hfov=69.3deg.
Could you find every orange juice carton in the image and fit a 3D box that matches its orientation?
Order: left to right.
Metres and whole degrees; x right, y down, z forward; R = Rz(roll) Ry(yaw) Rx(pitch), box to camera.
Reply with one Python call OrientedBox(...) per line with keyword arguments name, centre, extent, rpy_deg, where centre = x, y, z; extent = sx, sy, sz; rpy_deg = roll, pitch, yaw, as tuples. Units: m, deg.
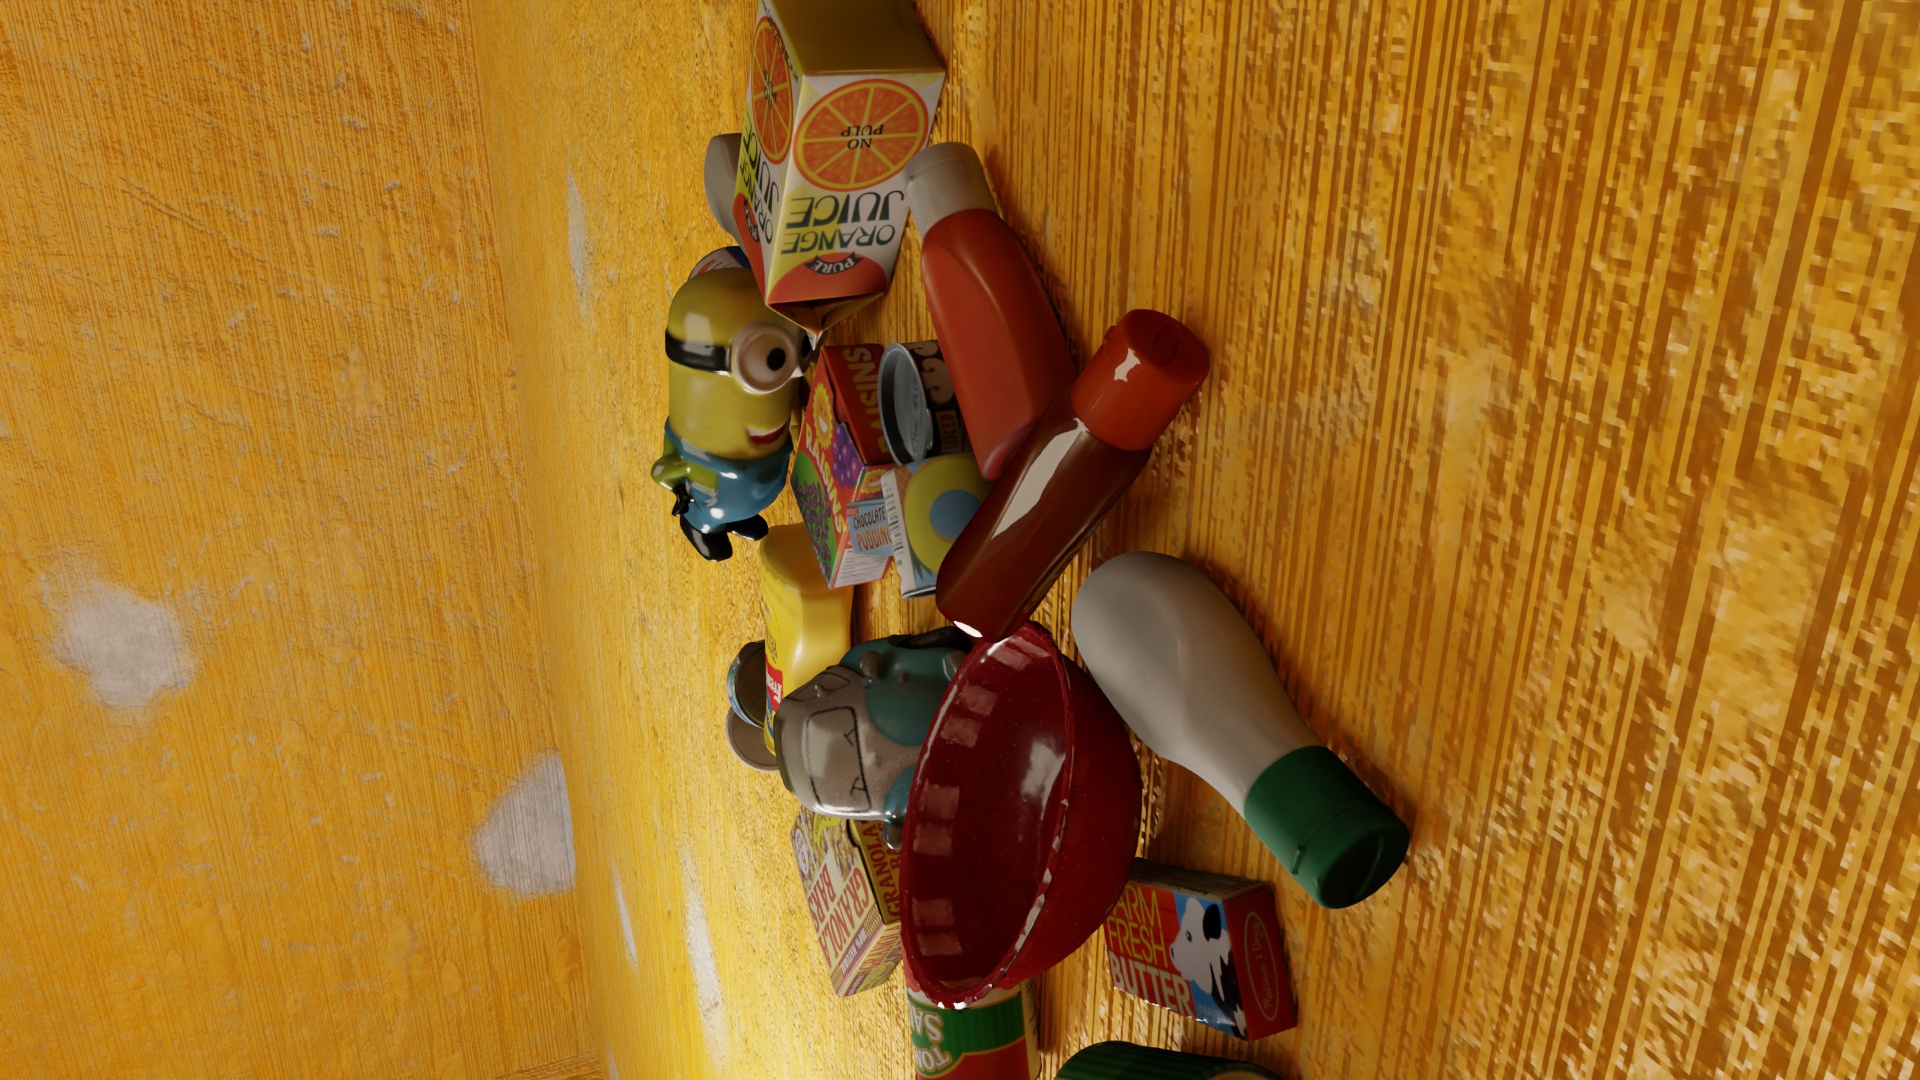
OrientedBox(name="orange juice carton", centre=(-0.072, -0.189, 0.725), extent=(0.191, 0.073, 0.072), rpy_deg=(112, 141, -53))

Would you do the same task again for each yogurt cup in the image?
OrientedBox(name="yogurt cup", centre=(-0.144, 0.137, 1.041), extent=(0.054, 0.072, 0.072), rpy_deg=(169, 92, -75))

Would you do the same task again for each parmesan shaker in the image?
OrientedBox(name="parmesan shaker", centre=(0.083, 0.233, 0.534), extent=(0.102, 0.071, 0.071), rpy_deg=(144, 115, -64))

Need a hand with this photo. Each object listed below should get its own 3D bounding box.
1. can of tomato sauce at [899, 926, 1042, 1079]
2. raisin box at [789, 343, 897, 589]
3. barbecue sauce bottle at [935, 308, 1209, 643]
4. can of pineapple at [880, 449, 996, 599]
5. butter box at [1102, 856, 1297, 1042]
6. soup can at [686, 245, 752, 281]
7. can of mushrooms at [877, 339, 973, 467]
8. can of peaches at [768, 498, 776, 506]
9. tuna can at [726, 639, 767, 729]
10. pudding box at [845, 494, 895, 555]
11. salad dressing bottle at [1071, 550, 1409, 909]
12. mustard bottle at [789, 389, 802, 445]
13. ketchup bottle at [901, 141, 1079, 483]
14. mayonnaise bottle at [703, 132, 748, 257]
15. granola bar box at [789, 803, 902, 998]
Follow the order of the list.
OrientedBox(name="can of tomato sauce", centre=(0.003, 0.237, 0.718), extent=(0.071, 0.071, 0.083), rpy_deg=(-170, 72, -66))
OrientedBox(name="raisin box", centre=(-0.063, -0.042, 0.806), extent=(0.122, 0.040, 0.086), rpy_deg=(113, 142, -51))
OrientedBox(name="barbecue sauce bottle", centre=(0.041, -0.024, 0.531), extent=(0.043, 0.065, 0.147), rpy_deg=(33, 133, -1))
OrientedBox(name="can of pineapple", centre=(0.002, -0.008, 0.634), extent=(0.071, 0.071, 0.058), rpy_deg=(158, 102, -67))
OrientedBox(name="butter box", centre=(0.089, 0.157, 0.543), extent=(0.103, 0.024, 0.053), rpy_deg=(163, 98, -67))
OrientedBox(name="soup can", centre=(-0.134, -0.147, 0.907), extent=(0.084, 0.071, 0.071), rpy_deg=(-133, 40, -52))
OrientedBox(name="can of mushrooms", centre=(-0.014, -0.066, 0.688), extent=(0.071, 0.033, 0.071), rpy_deg=(172, 89, -67))
OrientedBox(name="can of peaches", centre=(-0.161, -0.061, 0.992), extent=(0.057, 0.071, 0.071), rpy_deg=(107, 146, -45))
OrientedBox(name="tuna can", centre=(-0.135, 0.101, 0.995), extent=(0.033, 0.071, 0.071), rpy_deg=(169, 92, -68))
OrientedBox(name="pudding box", centre=(-0.023, -0.011, 0.709), extent=(0.083, 0.050, 0.030), rpy_deg=(178, 81, -67))
OrientedBox(name="salad dressing bottle", centre=(0.091, 0.061, 0.475), extent=(0.148, 0.044, 0.064), rpy_deg=(-128, 38, -47))
OrientedBox(name="mustard bottle", centre=(-0.155, -0.118, 0.969), extent=(0.161, 0.065, 0.048), rpy_deg=(-120, 26, -48))
OrientedBox(name="ketchup bottle", centre=(0.011, -0.102, 0.601), extent=(0.064, 0.044, 0.149), rpy_deg=(-52, 51, 58))
OrientedBox(name="mayonnaise bottle", centre=(-0.126, -0.210, 0.890), extent=(0.148, 0.041, 0.064), rpy_deg=(-128, 35, -48))
OrientedBox(name="granola bar box", centre=(-0.070, 0.219, 0.927), extent=(0.164, 0.039, 0.124), rpy_deg=(114, 140, -54))
